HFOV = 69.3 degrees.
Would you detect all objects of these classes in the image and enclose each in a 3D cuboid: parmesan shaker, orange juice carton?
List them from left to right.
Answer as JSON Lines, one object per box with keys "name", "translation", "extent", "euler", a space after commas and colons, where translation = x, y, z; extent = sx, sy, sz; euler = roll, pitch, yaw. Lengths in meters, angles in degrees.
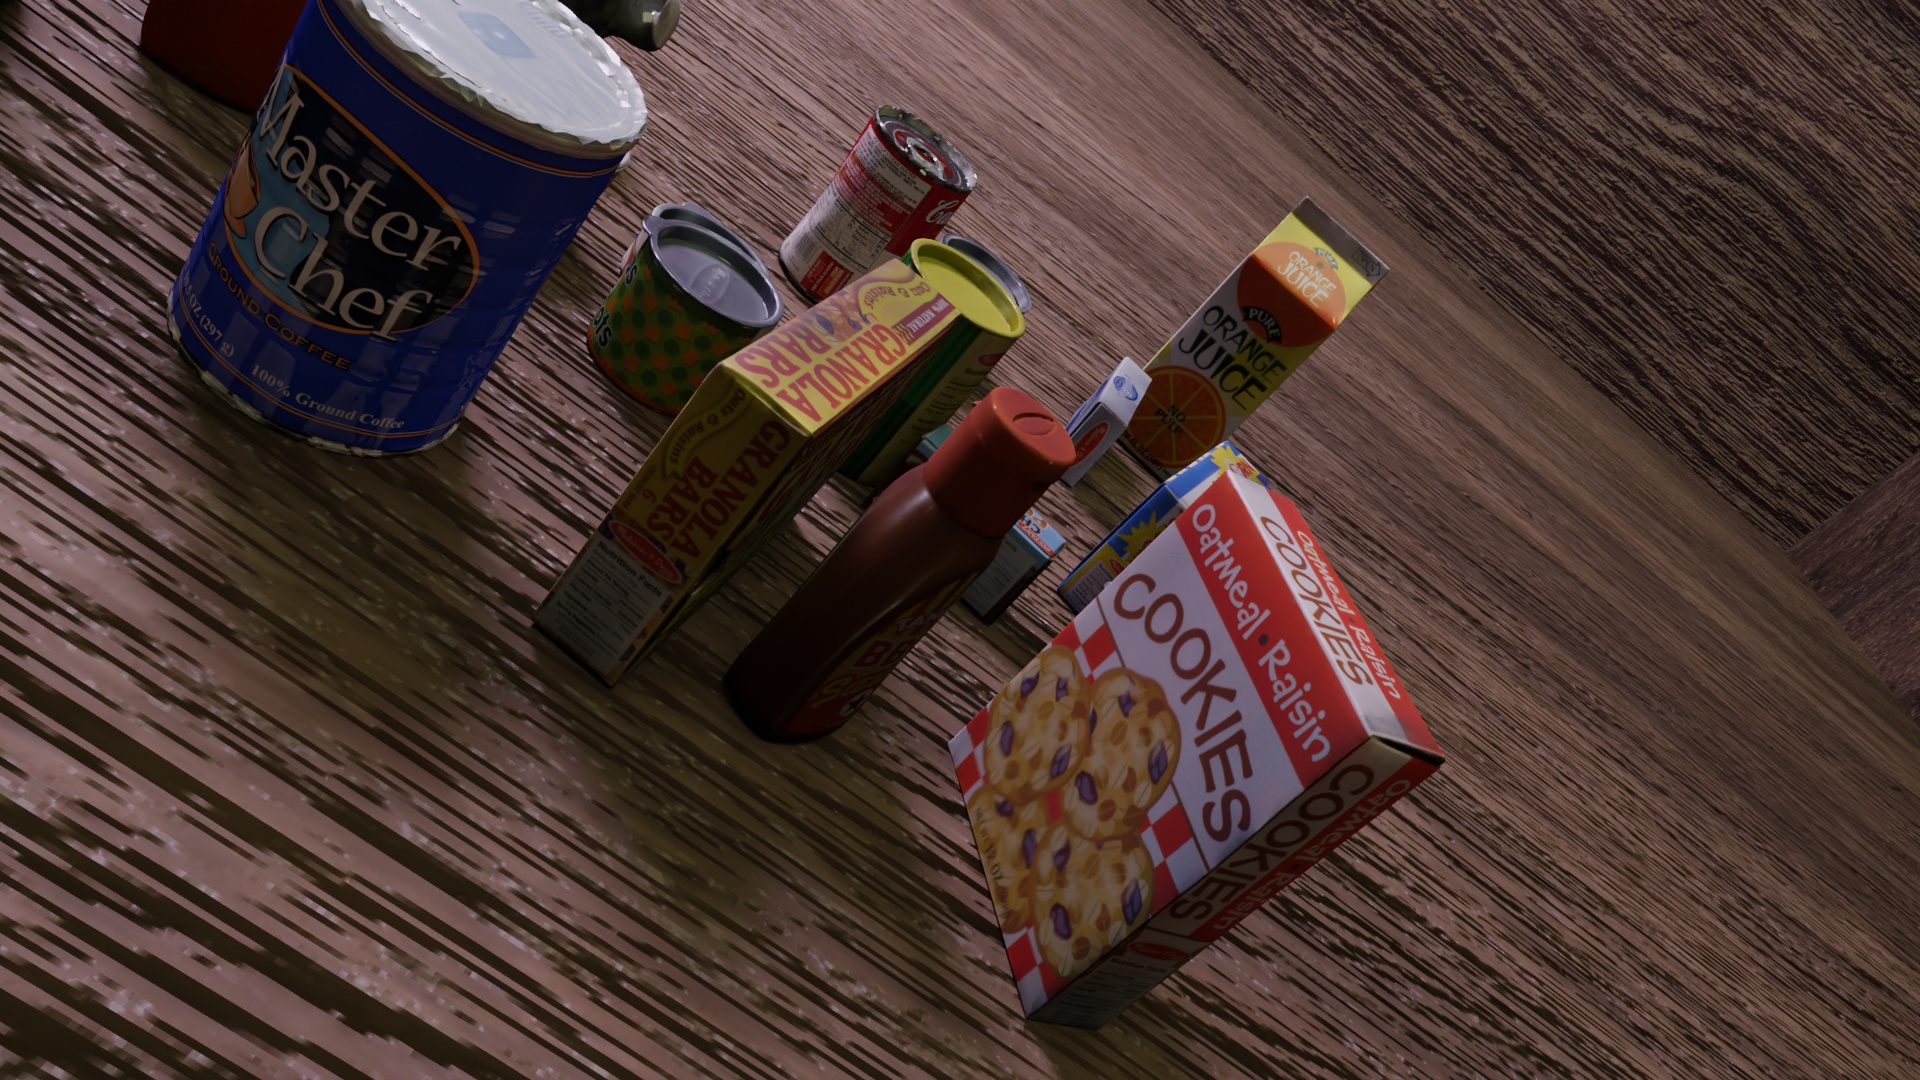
{"name": "parmesan shaker", "translation": [-0.028, -0.083, 0.661], "extent": [0.071, 0.102, 0.072], "euler": [32, 29, -20]}
{"name": "orange juice carton", "translation": [0.183, -0.128, 0.905], "extent": [0.072, 0.192, 0.073], "euler": [44, 27, 2]}

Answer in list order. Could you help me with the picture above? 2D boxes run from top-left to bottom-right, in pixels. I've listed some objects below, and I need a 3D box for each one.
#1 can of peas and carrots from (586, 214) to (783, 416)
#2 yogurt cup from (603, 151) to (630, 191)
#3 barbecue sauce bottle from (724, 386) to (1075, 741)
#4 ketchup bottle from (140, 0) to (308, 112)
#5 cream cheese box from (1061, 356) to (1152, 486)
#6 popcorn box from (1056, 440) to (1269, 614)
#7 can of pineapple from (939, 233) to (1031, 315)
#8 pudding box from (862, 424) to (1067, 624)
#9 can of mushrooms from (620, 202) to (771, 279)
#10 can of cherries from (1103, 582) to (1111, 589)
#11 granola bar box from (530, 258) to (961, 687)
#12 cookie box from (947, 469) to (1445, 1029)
{"name": "can of peas and carrots", "translation": [-0.123, -0.098, 0.607], "extent": [0.071, 0.058, 0.071], "euler": [32, 29, -20]}
{"name": "yogurt cup", "translation": [-0.192, -0.171, 0.628], "extent": [0.072, 0.053, 0.073], "euler": [32, 29, -20]}
{"name": "barbecue sauce bottle", "translation": [-0.020, 0.010, 0.488], "extent": [0.044, 0.148, 0.065], "euler": [50, 28, 15]}
{"name": "ketchup bottle", "translation": [-0.258, -0.238, 0.535], "extent": [0.064, 0.148, 0.044], "euler": [27, 31, -28]}
{"name": "cream cheese box", "translation": [0.085, -0.074, 0.850], "extent": [0.024, 0.053, 0.104], "euler": [41, 27, -3]}
{"name": "popcorn box", "translation": [0.112, -0.003, 0.747], "extent": [0.038, 0.085, 0.127], "euler": [46, 27, 8]}
{"name": "can of pineapple", "translation": [-0.002, -0.139, 0.824], "extent": [0.071, 0.057, 0.071], "euler": [32, 29, -20]}
{"name": "pudding box", "translation": [0.002, -0.008, 0.650], "extent": [0.084, 0.049, 0.030], "euler": [43, 27, 2]}
{"name": "can of mushrooms", "translation": [-0.128, -0.131, 0.674], "extent": [0.071, 0.033, 0.071], "euler": [32, 29, -20]}
{"name": "can of cherries", "translation": [0.076, 0.057, 0.644], "extent": [0.071, 0.058, 0.072], "euler": [32, 29, -20]}
{"name": "granola bar box", "translation": [-0.070, -0.031, 0.508], "extent": [0.039, 0.123, 0.166], "euler": [41, 27, -3]}
{"name": "cookie box", "translation": [0.073, 0.075, 0.495], "extent": [0.040, 0.166, 0.123], "euler": [22, 33, -34]}
